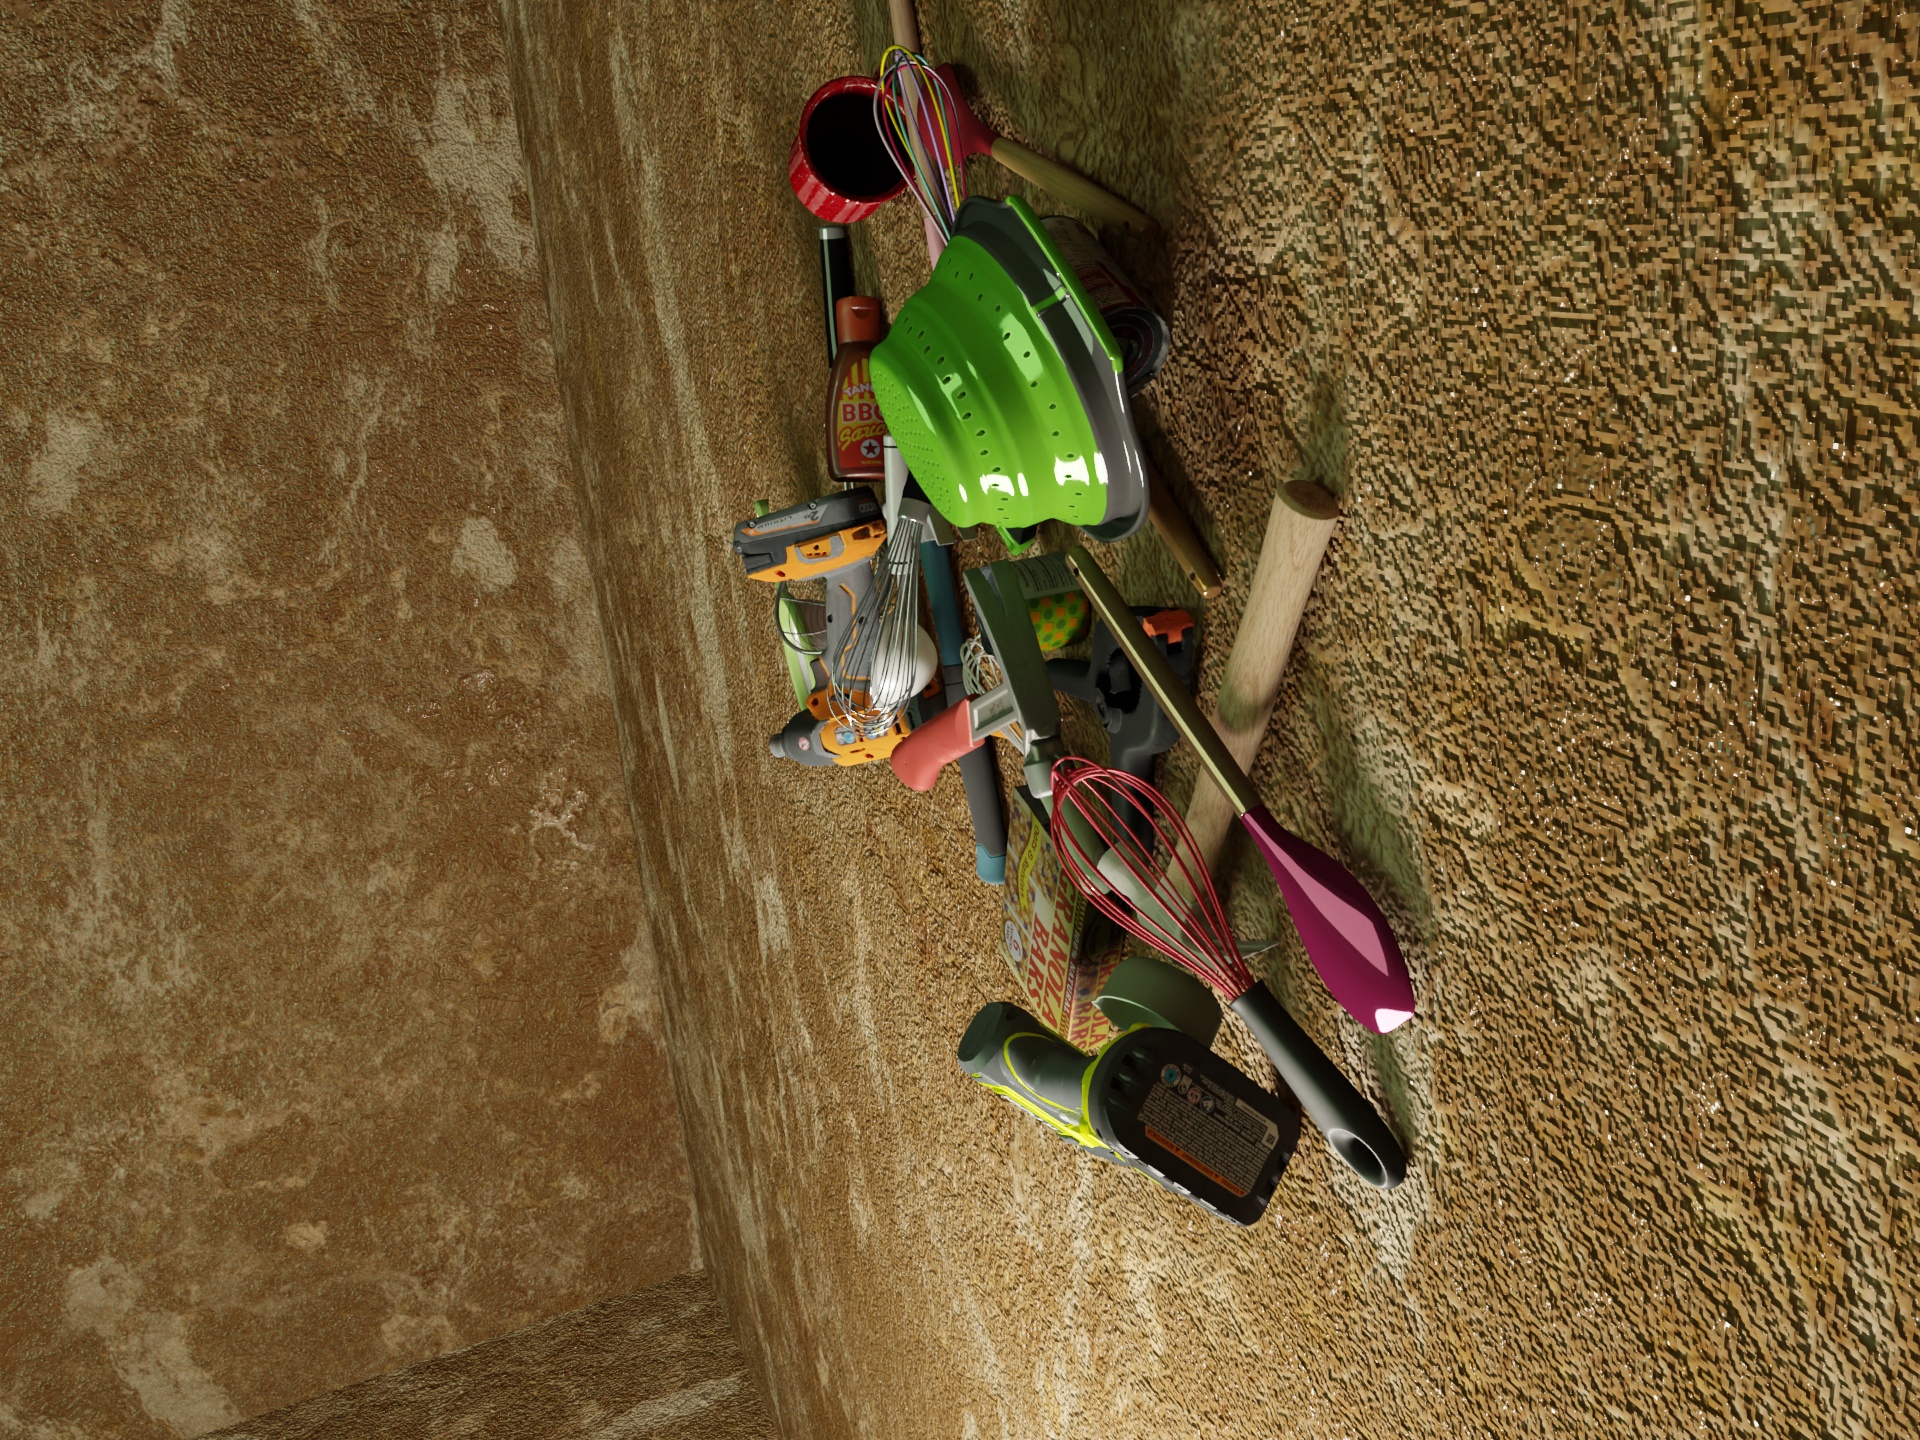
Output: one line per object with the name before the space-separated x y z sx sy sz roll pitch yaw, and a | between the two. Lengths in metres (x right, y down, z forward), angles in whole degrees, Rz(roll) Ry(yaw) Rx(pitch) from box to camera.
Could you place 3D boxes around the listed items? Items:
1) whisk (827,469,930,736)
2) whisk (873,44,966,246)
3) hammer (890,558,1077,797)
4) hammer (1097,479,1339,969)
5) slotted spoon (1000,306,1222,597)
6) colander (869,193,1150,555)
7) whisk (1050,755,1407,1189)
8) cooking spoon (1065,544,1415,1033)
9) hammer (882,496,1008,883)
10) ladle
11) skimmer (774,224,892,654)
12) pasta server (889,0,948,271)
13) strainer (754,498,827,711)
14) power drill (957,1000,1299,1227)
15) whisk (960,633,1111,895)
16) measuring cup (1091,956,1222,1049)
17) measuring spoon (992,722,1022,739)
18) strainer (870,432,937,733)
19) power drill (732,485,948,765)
whisk | -0.043 -0.126 1.194 0.070 0.070 0.284 11 88 68
whisk | -0.004 -0.323 1.057 0.047 0.051 0.244 -6 117 29
hammer | -0.002 -0.004 1.143 0.359 0.036 0.149 150 102 -74
hammer | 0.154 0.015 0.892 0.130 0.031 0.331 48 143 37
slotted spoon | 0.084 -0.197 0.978 0.070 0.031 0.314 109 141 -52
colander | 0.011 -0.157 0.958 0.204 0.094 0.397 60 173 10
whisk | 0.146 0.136 0.887 0.296 0.073 0.073 52 153 13
cooking spoon | 0.144 0.029 0.864 0.319 0.017 0.068 58 147 21
hammer | -0.001 -0.032 1.284 0.128 0.033 0.331 177 81 -70
ladle | 0.038 -0.355 1.007 0.316 0.031 0.069 -130 32 -48
skimmer | -0.119 -0.241 1.390 0.127 0.090 0.363 13 115 37
pasta server | -0.030 -0.390 1.146 0.060 0.040 0.316 4 104 64
strainer | -0.140 -0.105 1.550 0.151 0.069 0.256 112 143 -70
power drill | 0.110 0.251 1.024 0.171 0.080 0.223 36 163 -14
whisk | 0.054 0.025 1.126 0.059 0.057 0.247 -46 47 25
measuring cup | 0.137 0.199 1.027 0.083 0.038 0.167 22 158 26
measuring spoon | 0.030 0.005 1.205 0.117 0.011 0.021 6 110 49
strainer | -0.045 -0.112 1.246 0.050 0.087 0.258 5 106 22
power drill | -0.115 -0.071 1.357 0.084 0.164 0.226 -33 -73 -66
